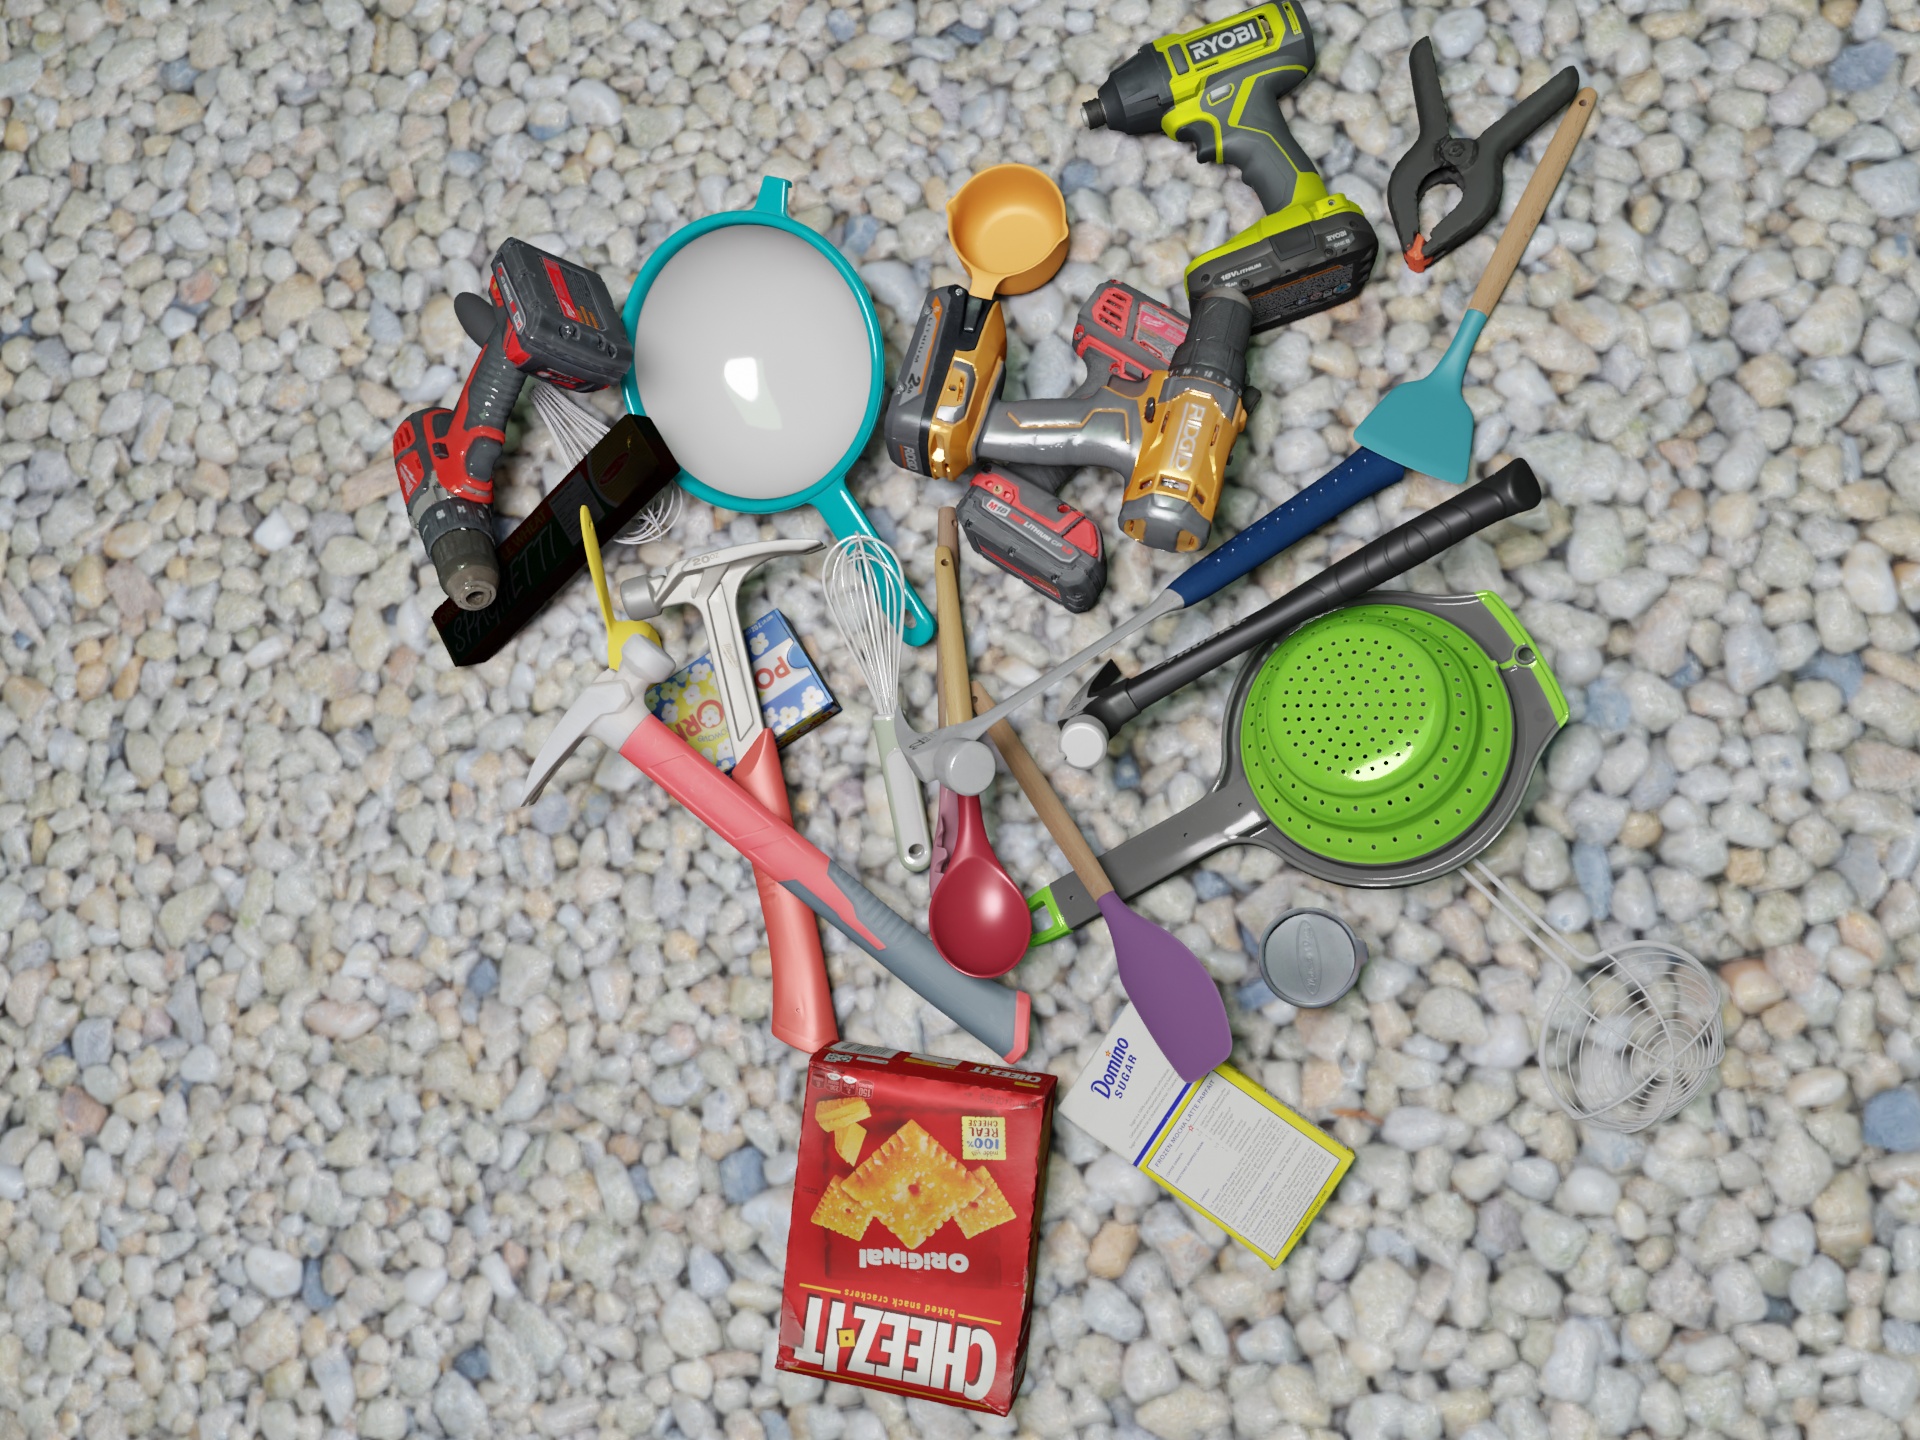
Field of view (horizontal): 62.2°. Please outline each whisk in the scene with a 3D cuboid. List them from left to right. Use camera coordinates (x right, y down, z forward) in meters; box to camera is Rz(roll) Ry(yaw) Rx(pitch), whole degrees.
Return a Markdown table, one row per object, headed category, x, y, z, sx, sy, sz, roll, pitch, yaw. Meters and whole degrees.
| category | x | y | z | sx | sy | sz | roll | pitch | yaw |
| --- | --- | --- | --- | --- | --- | --- | --- | --- | --- |
| whisk | -0.313 | -0.238 | 1.229 | 0.070 | 0.070 | 0.285 | -43 | 71 | 2 |
| whisk | -0.051 | -0.011 | 1.119 | 0.058 | 0.059 | 0.246 | -12 | 99 | -7 |

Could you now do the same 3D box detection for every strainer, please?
| category | x | y | z | sx | sy | sz | roll | pitch | yaw |
| --- | --- | --- | --- | --- | --- | --- | --- | --- | --- |
| strainer | -0.103 | -0.209 | 1.169 | 0.211 | 0.095 | 0.340 | -32 | 92 | 25 |

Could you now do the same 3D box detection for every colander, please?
| category | x | y | z | sx | sy | sz | roll | pitch | yaw |
| --- | --- | --- | --- | --- | --- | --- | --- | --- | --- |
| colander | 0.192 | 0.042 | 1.041 | 0.397 | 0.094 | 0.205 | -31 | 66 | 14 |

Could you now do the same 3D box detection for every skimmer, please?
| category | x | y | z | sx | sy | sz | roll | pitch | yaw |
| --- | --- | --- | --- | --- | --- | --- | --- | --- | --- |
| skimmer | 0.347 | 0.113 | 1.063 | 0.127 | 0.090 | 0.364 | -42 | 66 | 0 |

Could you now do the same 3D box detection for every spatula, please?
| category | x | y | z | sx | sy | sz | roll | pitch | yaw |
| --- | --- | --- | --- | --- | --- | --- | --- | --- | --- |
| spatula | 0.086 | 0.096 | 1.067 | 0.059 | 0.018 | 0.316 | -45 | 62 | 26 |
| spatula | 0.377 | -0.311 | 1.116 | 0.082 | 0.044 | 0.317 | 26 | 86 | 12 |

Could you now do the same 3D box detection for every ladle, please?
| category | x | y | z | sx | sy | sz | roll | pitch | yaw |
| --- | --- | --- | --- | --- | --- | --- | --- | --- | --- |
| ladle | 0.001 | 0.024 | 1.098 | 0.069 | 0.031 | 0.316 | -3 | 71 | -9 |

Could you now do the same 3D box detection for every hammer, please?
| category | x | y | z | sx | sy | sz | roll | pitch | yaw |
| --- | --- | --- | --- | --- | --- | --- | --- | --- | --- |
| hammer | -0.130 | 0.055 | 1.125 | 0.149 | 0.036 | 0.359 | -13 | 89 | 5 |
| hammer | -0.116 | 0.115 | 1.086 | 0.386 | 0.038 | 0.143 | 39 | 92 | 2 |
| hammer | 0.130 | -0.077 | 1.065 | 0.405 | 0.144 | 0.035 | -33 | 108 | -16 |
| hammer | 0.215 | -0.073 | 1.028 | 0.335 | 0.146 | 0.035 | -29 | 98 | 17 |

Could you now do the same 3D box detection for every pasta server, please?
| category | x | y | z | sx | sy | sz | roll | pitch | yaw |
| --- | --- | --- | --- | --- | --- | --- | --- | --- | --- |
| pasta server | -0.002 | -0.004 | 1.142 | 0.040 | 0.060 | 0.316 | -11 | 75 | 39 |

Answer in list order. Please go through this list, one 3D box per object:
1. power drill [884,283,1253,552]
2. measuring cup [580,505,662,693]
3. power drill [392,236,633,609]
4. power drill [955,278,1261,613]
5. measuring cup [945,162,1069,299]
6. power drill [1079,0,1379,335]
| category | x | y | z | sx | sy | sz | roll | pitch | yaw |
| --- | --- | --- | --- | --- | --- | --- | --- | --- | --- |
| power drill | 0.081 | -0.225 | 1.070 | 0.226 | 0.084 | 0.185 | 16 | 76 | 7 |
| measuring cup | -0.245 | -0.087 | 1.154 | 0.029 | 0.062 | 0.156 | -4 | 125 | 5 |
| power drill | -0.330 | -0.208 | 1.147 | 0.226 | 0.080 | 0.188 | -47 | 50 | 27 |
| power drill | 0.106 | -0.195 | 1.134 | 0.143 | 0.078 | 0.220 | 33 | 85 | 13 |
| measuring cup | 0.025 | -0.322 | 1.180 | 0.095 | 0.052 | 0.173 | 17 | 87 | 13 |
| power drill | 0.194 | -0.397 | 1.150 | 0.171 | 0.080 | 0.223 | -19 | 74 | 6 |
